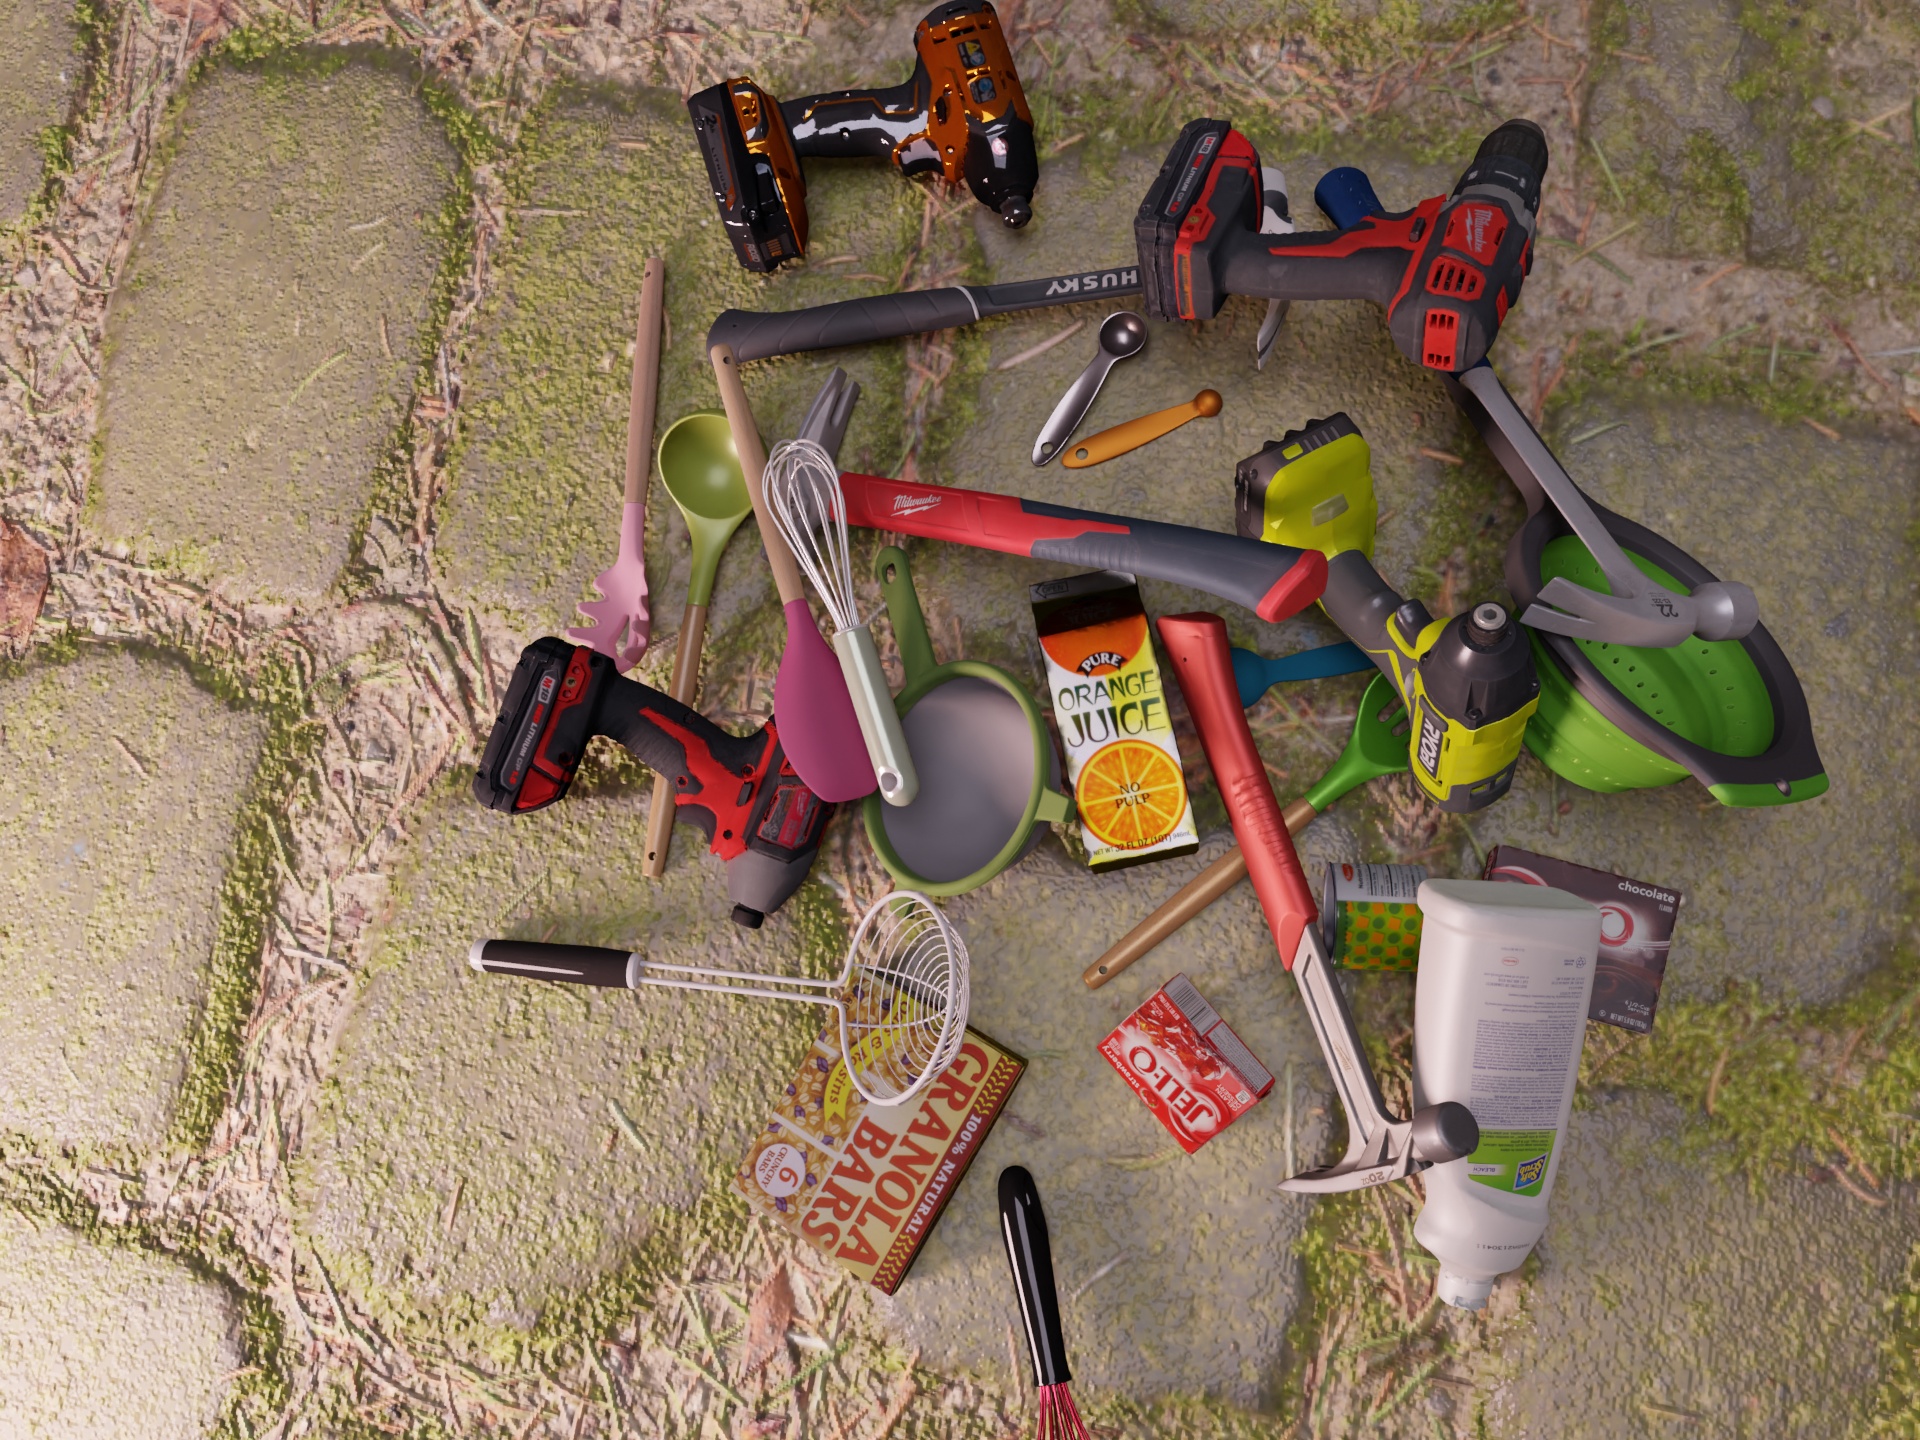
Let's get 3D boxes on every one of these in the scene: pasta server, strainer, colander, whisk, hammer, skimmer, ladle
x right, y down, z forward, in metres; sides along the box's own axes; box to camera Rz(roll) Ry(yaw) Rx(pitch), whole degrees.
[{"bbox_3d":[-0.230,-0.179,1.112,0.060,0.040,0.316,-4,77,29],"label":"pasta server"},{"bbox_3d":[-0.002,-0.003,1.043,0.151,0.069,0.257,-35,57,29],"label":"strainer"},{"bbox_3d":[0.363,-0.090,0.991,0.204,0.094,0.398,-3,55,-32],"label":"colander"},{"bbox_3d":[-0.072,-0.064,1.007,0.058,0.059,0.246,-21,85,32],"label":"whisk"},{"bbox_3d":[0.048,-0.135,1.000,0.386,0.038,0.143,14,81,31],"label":"hammer"},{"bbox_3d":[0.188,0.102,0.964,0.036,0.149,0.359,-9,72,-33],"label":"hammer"},{"bbox_3d":[0.024,-0.283,1.087,0.409,0.036,0.149,-6,62,10],"label":"hammer"},{"bbox_3d":[-0.162,0.159,0.990,0.363,0.090,0.127,3,79,18],"label":"skimmer"},{"bbox_3d":[0.060,0.419,0.958,0.073,0.073,0.296,-12,74,5],"label":"whisk"},{"bbox_3d":[-0.186,-0.053,1.076,0.078,0.062,0.320,8,84,6],"label":"ladle"},{"bbox_3d":[0.315,-0.203,0.968,0.144,0.035,0.406,-4,53,-26],"label":"hammer"}]

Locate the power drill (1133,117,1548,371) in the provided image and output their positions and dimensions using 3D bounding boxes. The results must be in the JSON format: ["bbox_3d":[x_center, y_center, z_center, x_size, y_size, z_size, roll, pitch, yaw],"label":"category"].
[{"bbox_3d":[0.239,-0.308,0.976,0.227,0.080,0.188,15,61,22],"label":"power drill"}]

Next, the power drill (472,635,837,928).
[{"bbox_3d":[-0.191,0.040,1.027,0.219,0.078,0.143,20,88,-9],"label":"power drill"}]

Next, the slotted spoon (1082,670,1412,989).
[{"bbox_3d":[0.202,0.069,1.017,0.314,0.031,0.070,-39,77,1],"label":"slotted spoon"}]

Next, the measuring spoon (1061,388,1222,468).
[{"bbox_3d":[0.123,-0.198,1.081,0.117,0.011,0.021,-22,78,3],"label":"measuring spoon"}]

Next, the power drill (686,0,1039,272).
[{"bbox_3d":[-0.060,-0.393,1.108,0.226,0.084,0.164,-18,79,0],"label":"power drill"}]

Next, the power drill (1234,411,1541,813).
[{"bbox_3d":[0.253,-0.071,0.939,0.080,0.171,0.223,-27,57,-6],"label":"power drill"}]

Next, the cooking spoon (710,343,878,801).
[{"bbox_3d":[-0.115,-0.100,1.032,0.068,0.017,0.319,-12,78,-25],"label":"cooking spoon"}]

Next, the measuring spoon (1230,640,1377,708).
[{"bbox_3d":[0.222,-0.037,1.034,0.128,0.021,0.042,-11,79,7],"label":"measuring spoon"}]

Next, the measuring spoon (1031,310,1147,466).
[{"bbox_3d":[0.088,-0.225,1.093,0.034,0.018,0.124,36,93,22],"label":"measuring spoon"}]
